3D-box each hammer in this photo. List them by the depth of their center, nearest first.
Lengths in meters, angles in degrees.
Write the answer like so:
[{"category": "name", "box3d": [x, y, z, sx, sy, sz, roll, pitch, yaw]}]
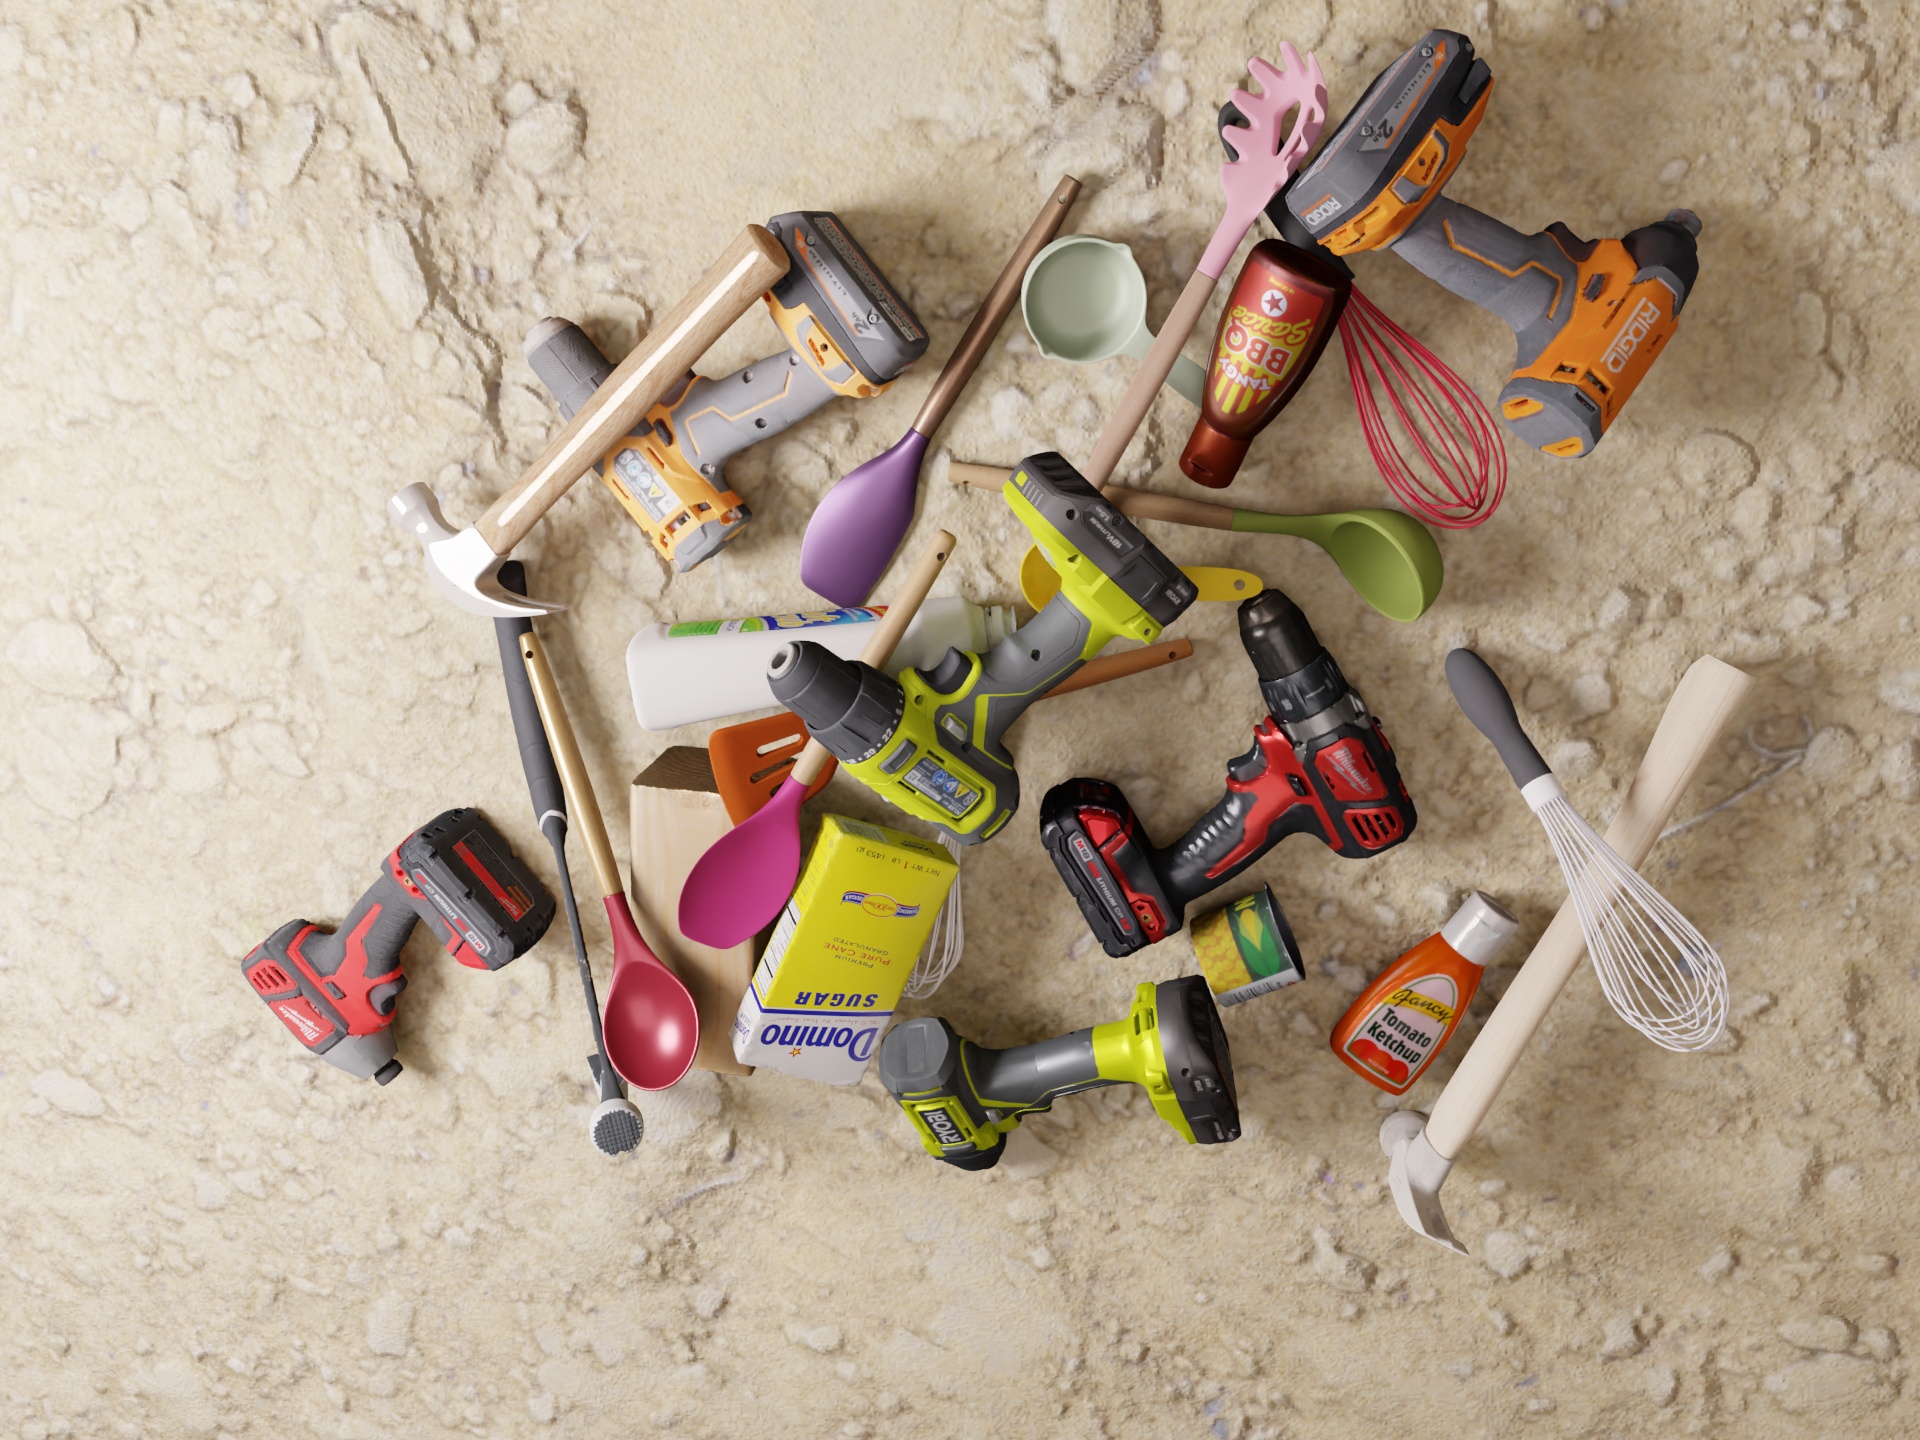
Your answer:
[{"category": "hammer", "box3d": [-0.225, -0.182, 0.993, 0.331, 0.031, 0.130, -38, 88, 25]}, {"category": "hammer", "box3d": [0.390, 0.148, 1.022, 0.038, 0.146, 0.410, 25, 104, -1]}, {"category": "hammer", "box3d": [-0.280, 0.090, 1.117, 0.036, 0.149, 0.409, -12, 96, -13]}]

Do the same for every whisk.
[{"category": "whisk", "box3d": [0.239, -0.246, 0.961, 0.073, 0.073, 0.296, -31, 93, 16]}, {"category": "whisk", "box3d": [0.372, 0.072, 0.969, 0.070, 0.070, 0.285, -33, 64, 16]}, {"category": "whisk", "box3d": [-0.008, 0.081, 1.101, 0.059, 0.058, 0.246, 5, 106, -29]}]

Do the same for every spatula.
[{"category": "spatula", "box3d": [-0.014, -0.209, 1.027, 0.059, 0.018, 0.316, 32, 109, -7]}, {"category": "spatula", "box3d": [-0.002, -0.003, 1.043, 0.322, 0.041, 0.081, -15, 112, -1]}]

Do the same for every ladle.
[{"category": "ladle", "box3d": [0.145, -0.122, 1.012, 0.320, 0.078, 0.062, 11, 65, 9]}, {"category": "ladle", "box3d": [-0.241, 0.092, 1.060, 0.069, 0.031, 0.315, -18, 89, 7]}]

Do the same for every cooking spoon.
[{"category": "cooking spoon", "box3d": [-0.089, 0.016, 1.011, 0.068, 0.017, 0.319, 25, 106, -25]}]

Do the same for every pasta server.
[{"category": "pasta server", "box3d": [0.130, -0.245, 0.953, 0.060, 0.040, 0.316, 45, 115, 38]}]

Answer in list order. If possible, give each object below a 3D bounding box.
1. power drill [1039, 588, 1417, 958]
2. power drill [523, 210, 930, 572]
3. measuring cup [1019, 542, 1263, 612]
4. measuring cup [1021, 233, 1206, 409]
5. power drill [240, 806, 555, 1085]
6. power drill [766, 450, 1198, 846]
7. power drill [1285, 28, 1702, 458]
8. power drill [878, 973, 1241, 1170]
[{"category": "power drill", "box3d": [0.164, 0.036, 1.046, 0.226, 0.080, 0.188, -27, 102, 12]}, {"category": "power drill", "box3d": [-0.157, -0.229, 1.013, 0.226, 0.084, 0.185, -37, 97, 21]}, {"category": "measuring cup", "box3d": [0.117, -0.092, 1.030, 0.156, 0.029, 0.062, 4, 104, 13]}, {"category": "measuring cup", "box3d": [0.111, -0.240, 0.996, 0.167, 0.038, 0.083, 31, 110, -19]}, {"category": "power drill", "box3d": [-0.414, 0.175, 1.174, 0.219, 0.078, 0.143, -35, 99, 19]}, {"category": "power drill", "box3d": [0.012, -0.047, 0.961, 0.228, 0.080, 0.190, -46, 127, 9]}, {"category": "power drill", "box3d": [0.318, -0.281, 0.911, 0.226, 0.084, 0.164, 39, 81, -10]}, {"category": "power drill", "box3d": [0.074, 0.255, 1.106, 0.223, 0.080, 0.171, -12, 138, 13]}]
